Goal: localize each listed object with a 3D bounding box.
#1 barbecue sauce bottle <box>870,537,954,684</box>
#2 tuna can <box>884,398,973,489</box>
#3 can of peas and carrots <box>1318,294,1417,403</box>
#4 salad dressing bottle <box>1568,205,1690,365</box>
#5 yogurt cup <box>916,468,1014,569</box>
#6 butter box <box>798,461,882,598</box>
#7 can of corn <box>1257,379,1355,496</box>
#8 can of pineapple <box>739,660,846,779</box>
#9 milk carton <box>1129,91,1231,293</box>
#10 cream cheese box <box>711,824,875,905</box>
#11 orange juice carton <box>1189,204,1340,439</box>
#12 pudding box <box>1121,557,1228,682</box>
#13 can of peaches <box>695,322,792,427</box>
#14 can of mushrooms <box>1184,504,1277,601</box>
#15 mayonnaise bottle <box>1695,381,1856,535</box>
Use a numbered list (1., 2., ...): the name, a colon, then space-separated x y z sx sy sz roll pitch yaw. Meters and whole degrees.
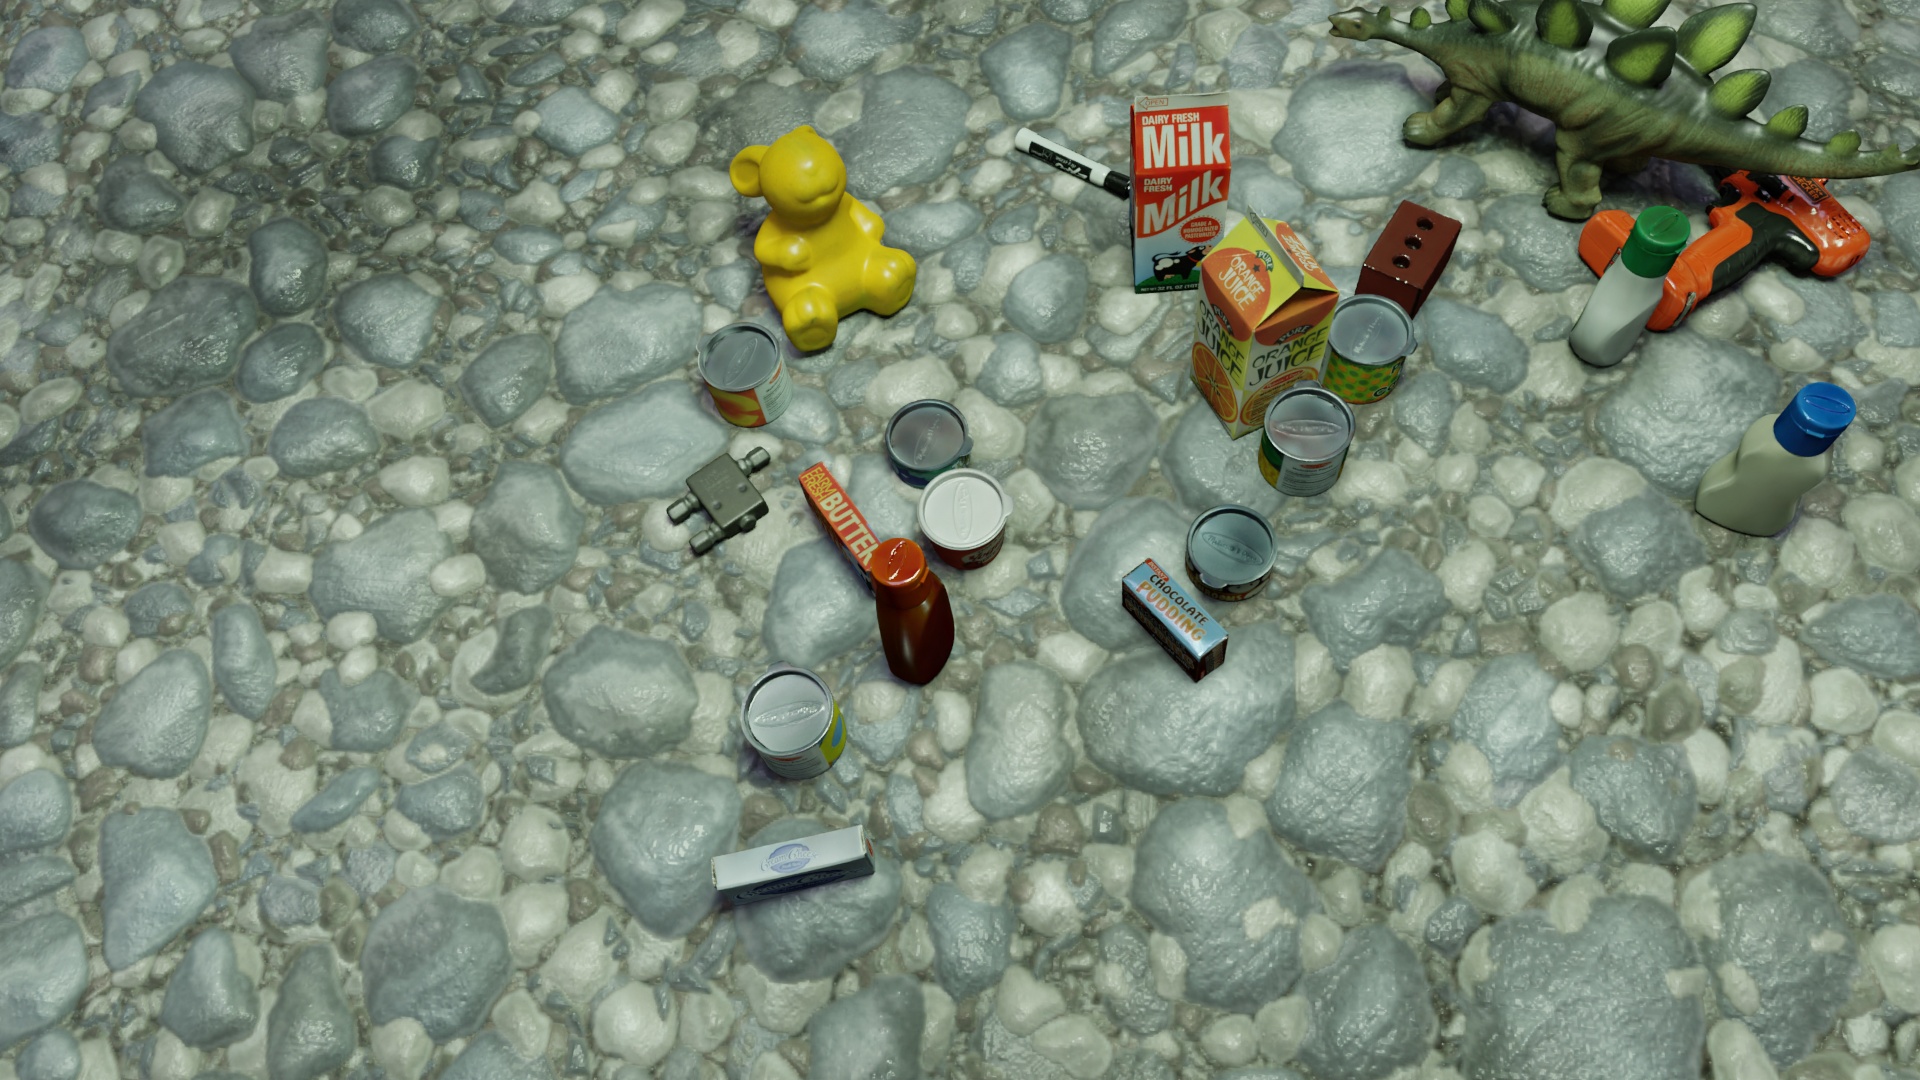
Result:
1. barbecue sauce bottle: -0.034 0.046 0.968 0.044 0.148 0.065 17 66 14
2. tuna can: -0.022 -0.075 1.094 0.071 0.032 0.071 -2 63 4
3. can of peas and carrots: 0.317 -0.148 1.085 0.071 0.058 0.071 -2 63 4
4. salad dressing bottle: 0.501 -0.189 1.038 0.064 0.147 0.044 -36 66 -12
5. yogurt cup: 0.004 -0.013 1.048 0.072 0.053 0.072 -2 63 4
6. butter box: -0.084 -0.008 1.054 0.024 0.053 0.104 -33 65 -11
7. can of corn: 0.261 -0.077 1.054 0.071 0.058 0.071 -2 63 4
8. can of pineapple: -0.117 0.128 0.985 0.071 0.057 0.071 -2 63 4
9. milk carton: 0.170 -0.282 1.093 0.072 0.189 0.074 -3 63 4
10. cream cheese box: -0.111 0.220 0.940 0.104 0.053 0.024 -12 63 -1
11. orange juice carton: 0.223 -0.162 1.026 0.073 0.192 0.072 -25 64 -7
12. pudding box: 0.154 0.057 1.000 0.030 0.049 0.084 -37 66 -12
13. can of peaches: -0.175 -0.134 1.125 0.071 0.057 0.071 -2 63 4
14. can of mushrooms: 0.199 0.011 1.029 0.071 0.033 0.071 -2 63 4
15. mayonnaise bottle: 0.568 -0.056 0.963 0.065 0.147 0.041 22 68 16
